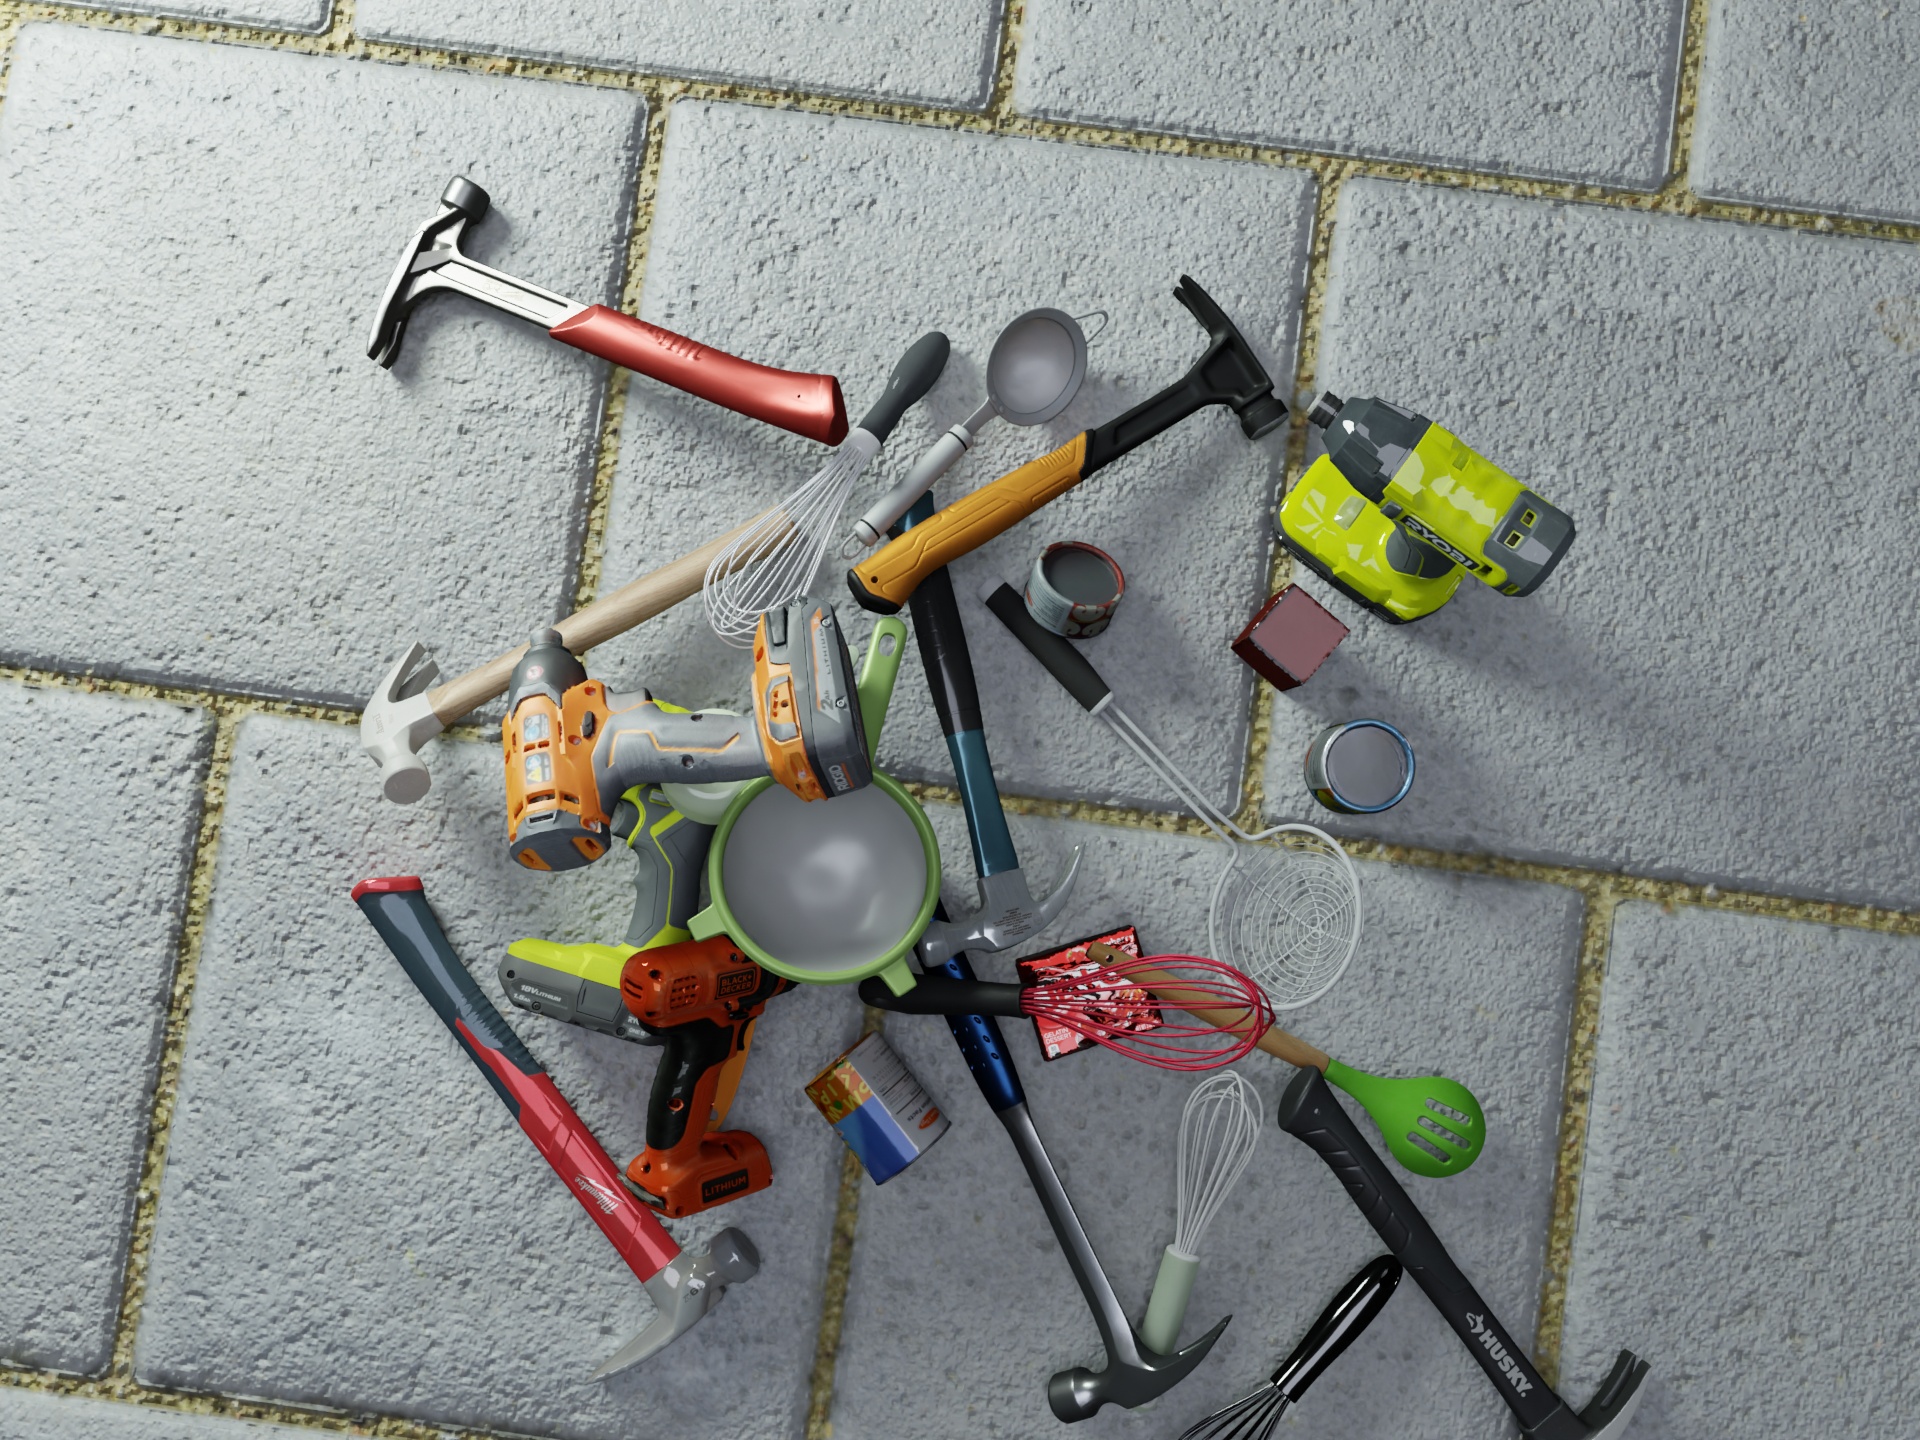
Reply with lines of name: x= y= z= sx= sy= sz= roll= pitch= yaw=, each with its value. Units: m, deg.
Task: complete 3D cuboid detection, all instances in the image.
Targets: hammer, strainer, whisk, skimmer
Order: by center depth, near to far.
whisk: x=0.060 y=0.183 z=1.030 sx=0.296 sy=0.073 sz=0.073 roll=-2 pitch=86 yaw=29
strainer: x=-0.079 y=0.055 z=1.072 sx=0.151 sy=0.069 sz=0.256 roll=16 pitch=71 yaw=-5
hammer: x=0.329 y=0.374 z=1.079 sx=0.146 sy=0.035 sz=0.335 roll=-37 pitch=92 yaw=-7
hammer: x=0.044 y=0.273 z=1.095 sx=0.144 sy=0.035 sz=0.405 roll=-30 pitch=81 yaw=27
whisk: x=0.220 y=0.458 z=1.095 sx=0.055 sy=0.055 sz=0.239 roll=44 pitch=84 yaw=3
skimmer: x=0.132 y=0.039 z=1.097 sx=0.363 sy=0.090 sz=0.127 roll=46 pitch=118 yaw=6
whisk: x=0.156 y=0.361 z=1.101 sx=0.057 sy=0.059 sz=0.246 roll=16 pitch=92 yaw=-15
hammer: x=-0.002 y=-0.004 z=1.111 sx=0.128 sy=0.033 sz=0.331 roll=-11 pitch=79 yaw=-13
whisk: x=-0.086 y=-0.167 z=1.113 sx=0.070 sy=0.070 sz=0.285 roll=33 pitch=71 yaw=3
hammer: x=-0.265 y=-0.064 z=1.118 sx=0.331 sy=0.031 sz=0.130 roll=-30 pitch=43 yaw=-10
hammer: x=0.063 y=-0.181 z=1.118 sx=0.337 sy=0.034 sz=0.127 roll=-33 pitch=87 yaw=-10
hammer: x=-0.313 y=0.275 z=1.118 sx=0.143 sy=0.038 sz=0.386 roll=-39 pitch=86 yaw=0
hammer: x=-0.245 y=-0.261 z=1.121 sx=0.359 sy=0.036 sz=0.149 roll=24 pitch=86 yaw=13
strainer: x=0.004 y=-0.207 z=1.124 sx=0.258 sy=0.086 sz=0.050 roll=-47 pitch=42 yaw=-11

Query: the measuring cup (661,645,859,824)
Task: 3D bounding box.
measuring cup: x=-0.132 y=0.000 z=1.075 sx=0.167 sy=0.038 sz=0.083 roll=-42 pitch=81 yaw=-13

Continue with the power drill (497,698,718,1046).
power drill: x=-0.236 y=0.095 z=1.110 sx=0.190 sy=0.080 sz=0.228 roll=16 pitch=84 yaw=1

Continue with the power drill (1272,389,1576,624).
power drill: x=0.284 y=-0.138 z=1.039 sx=0.171 sy=0.223 sz=0.080 roll=36 pitch=87 yaw=3

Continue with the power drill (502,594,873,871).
power drill: x=-0.181 y=-0.006 z=1.014 sx=0.226 sy=0.084 sz=0.164 roll=-13 pitch=63 yaw=1

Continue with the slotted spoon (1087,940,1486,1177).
slotted spoon: x=0.228 y=0.229 z=1.099 sx=0.313 sy=0.031 sz=0.070 roll=28 pitch=87 yaw=-2

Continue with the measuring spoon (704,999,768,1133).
measuring spoon: x=-0.161 y=0.240 z=1.133 sx=0.021 sy=0.011 sz=0.117 roll=20 pitch=91 yaw=3
